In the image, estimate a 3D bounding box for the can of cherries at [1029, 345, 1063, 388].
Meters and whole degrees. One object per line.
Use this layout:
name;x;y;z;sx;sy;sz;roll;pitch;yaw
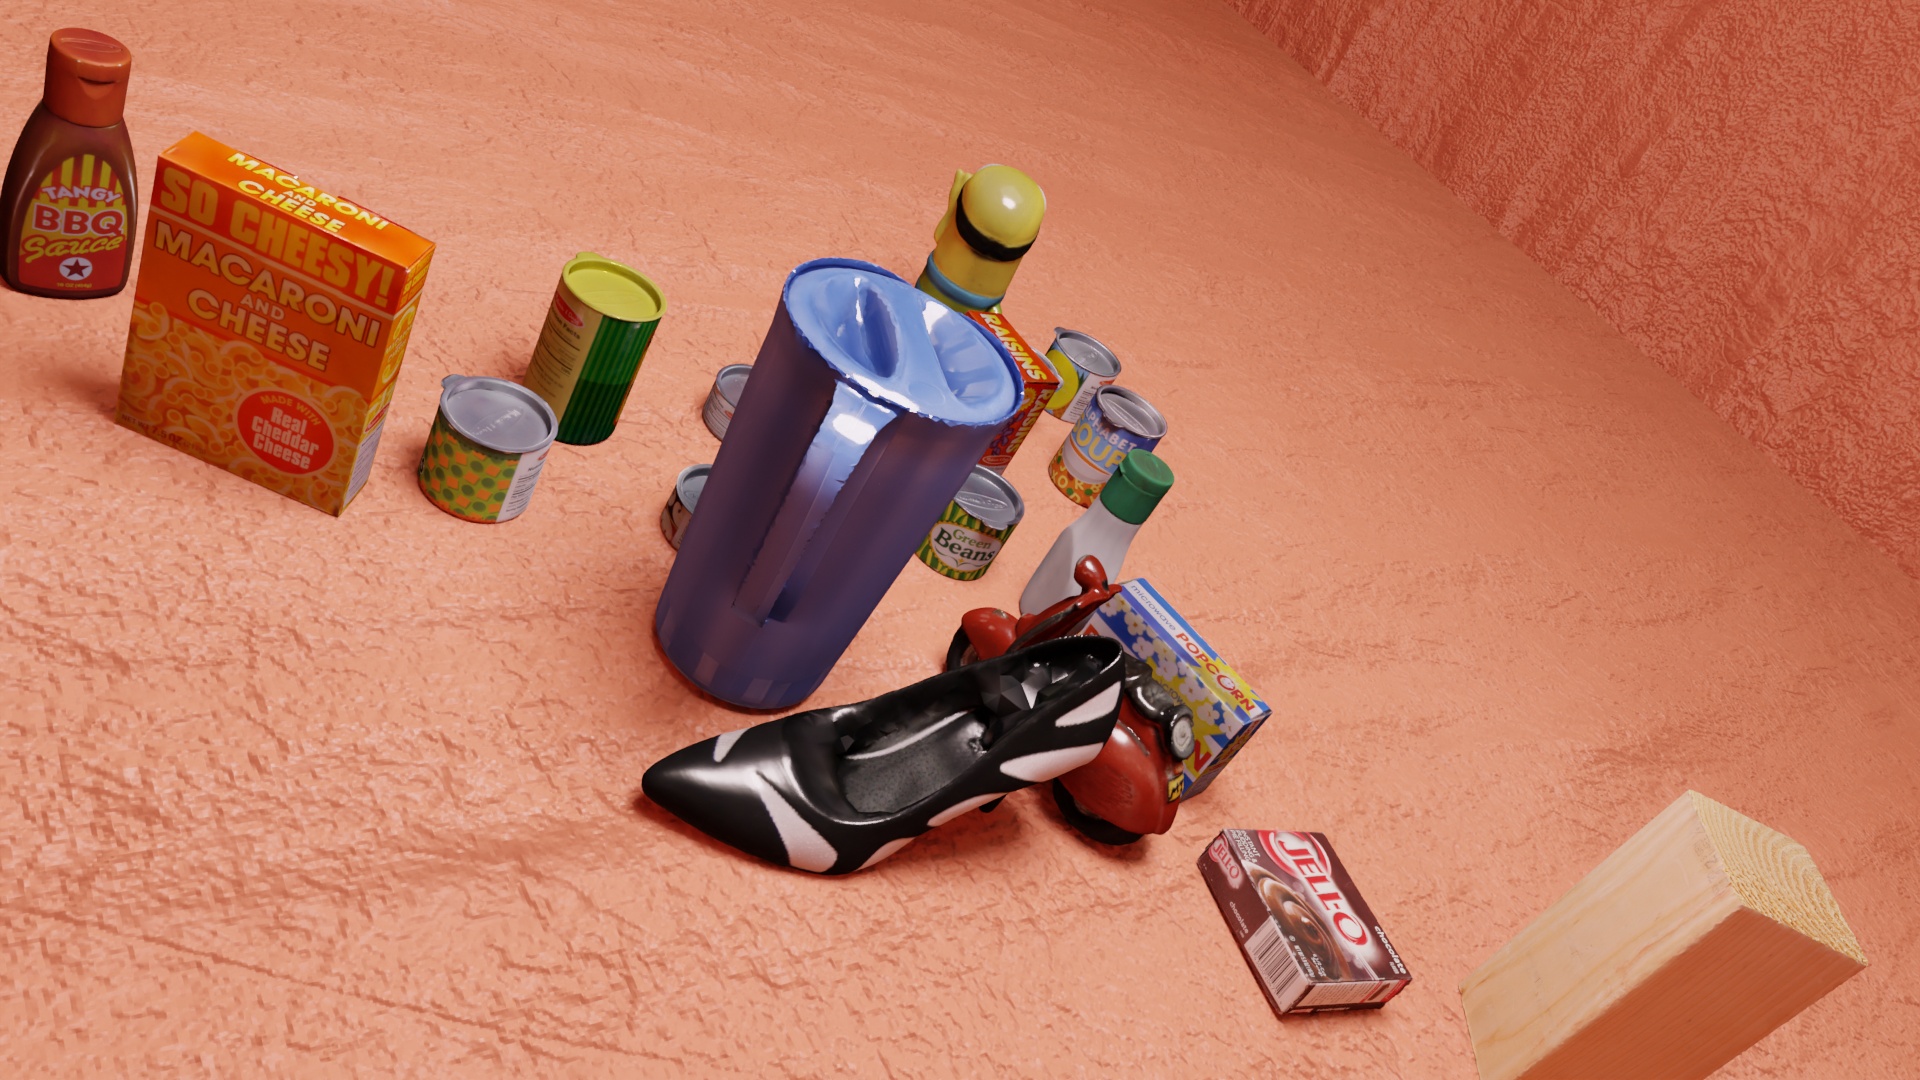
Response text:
can of cherries;0.042;-0.127;1.167;0.071;0.058;0.072;22;34;-15

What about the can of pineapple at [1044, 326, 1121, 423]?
can of pineapple;0.100;-0.148;1.244;0.071;0.057;0.071;22;34;-15

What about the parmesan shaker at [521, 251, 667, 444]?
parmesan shaker;-0.238;-0.122;0.888;0.071;0.102;0.072;22;34;-16

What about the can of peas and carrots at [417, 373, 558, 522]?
can of peas and carrots;-0.277;-0.054;0.806;0.071;0.058;0.071;22;34;-15

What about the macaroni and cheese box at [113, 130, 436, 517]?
macaroni and cheese box;-0.354;-0.107;0.713;0.124;0.165;0.040;25;33;-11

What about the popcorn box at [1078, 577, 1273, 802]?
popcorn box;0.131;0.098;0.917;0.038;0.084;0.127;-13;54;-48

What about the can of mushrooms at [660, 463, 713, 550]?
can of mushrooms;-0.154;-0.016;0.882;0.071;0.033;0.071;22;34;-15

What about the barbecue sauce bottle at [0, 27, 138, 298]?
barbecue sauce bottle;-0.480;-0.202;0.753;0.065;0.147;0.044;-7;49;-45

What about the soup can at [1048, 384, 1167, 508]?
soup can;0.118;-0.075;1.138;0.071;0.083;0.072;22;34;-16

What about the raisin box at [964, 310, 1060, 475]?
raisin box;0.012;-0.099;1.045;0.040;0.122;0.086;-2;46;-42

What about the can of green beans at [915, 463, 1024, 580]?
can of green beans;0.003;-0.014;0.986;0.071;0.057;0.071;22;34;-15

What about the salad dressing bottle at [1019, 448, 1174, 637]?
salad dressing bottle;0.094;0.003;0.955;0.044;0.147;0.064;18;35;-21

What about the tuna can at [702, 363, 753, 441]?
tuna can;-0.146;-0.093;0.991;0.071;0.032;0.071;22;34;-15
